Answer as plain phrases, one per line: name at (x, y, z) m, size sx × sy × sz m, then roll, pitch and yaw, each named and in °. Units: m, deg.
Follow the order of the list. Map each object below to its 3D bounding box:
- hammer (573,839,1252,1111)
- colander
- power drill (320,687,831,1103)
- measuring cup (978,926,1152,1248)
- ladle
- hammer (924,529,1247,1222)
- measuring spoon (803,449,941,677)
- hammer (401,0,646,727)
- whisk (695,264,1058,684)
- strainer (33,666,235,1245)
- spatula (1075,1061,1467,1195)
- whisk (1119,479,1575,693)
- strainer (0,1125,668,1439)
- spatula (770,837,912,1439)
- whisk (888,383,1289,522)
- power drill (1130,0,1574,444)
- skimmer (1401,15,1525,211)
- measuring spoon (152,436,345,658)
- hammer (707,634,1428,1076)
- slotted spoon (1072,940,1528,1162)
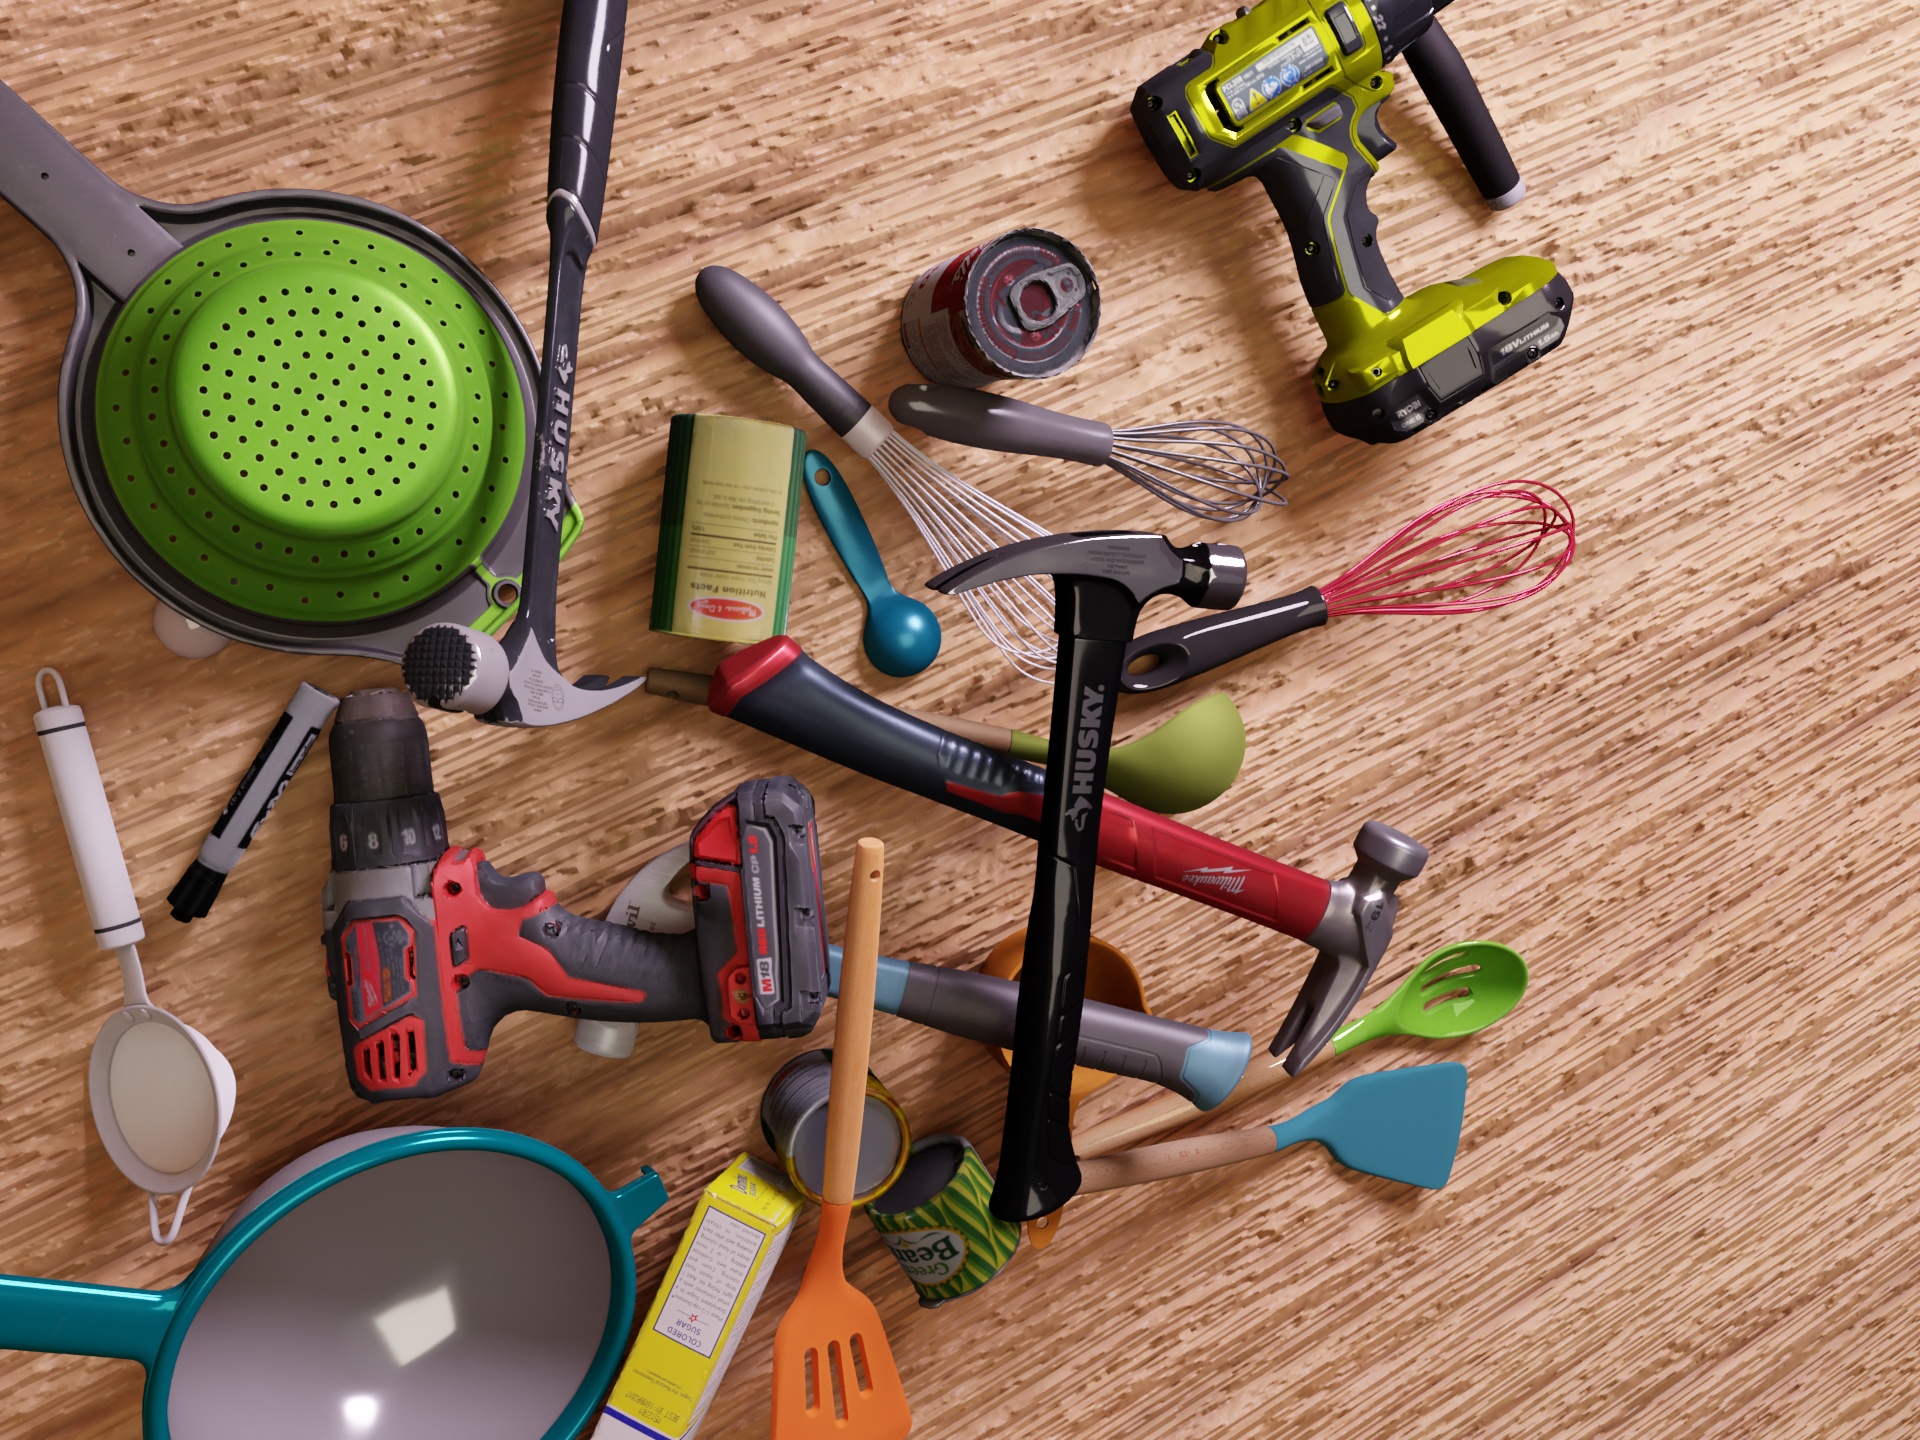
hammer at (-0.016, 0.139, 0.799) m, size 0.331 × 0.033 × 0.128 m, roll 15°, pitch 89°, yaw -5°
colander at (-0.326, -0.184, 0.648) m, size 0.396 × 0.094 × 0.204 m, roll 44°, pitch 76°, yaw -17°
power drill at (-0.180, 0.071, 0.732) m, size 0.226 × 0.080 × 0.188 m, roll -6°, pitch 91°, yaw -1°
measuring cup at (0.045, 0.194, 0.863) m, size 0.095 × 0.052 × 0.173 m, roll 4°, pitch 98°, yaw -20°
ladle at (-0.001, -0.003, 0.825) m, size 0.320 × 0.078 × 0.062 m, roll 10°, pitch 51°, yaw -13°
hammer at (0.044, 0.077, 0.748) m, size 0.146 × 0.035 × 0.334 m, roll 3°, pitch 100°, yaw -18°
measuring spoon at (-0.046, -0.079, 0.807) m, size 0.042 × 0.021 × 0.128 m, roll -31°, pitch 108°, yaw -14°
hammer at (-0.169, -0.198, 0.701) m, size 0.036 × 0.149 × 0.409 m, roll 3°, pitch 84°, yaw 15°
whisk at (-0.022, -0.123, 0.796) m, size 0.284 × 0.070 × 0.070 m, roll 43°, pitch 82°, yaw -15°
strainer at (-0.369, 0.102, 0.707) m, size 0.087 × 0.050 × 0.258 m, roll -9°, pitch 97°, yaw 26°
spatula at (0.163, 0.243, 0.895) m, size 0.317 × 0.044 × 0.082 m, roll 0°, pitch 102°, yaw -35°
whisk at (0.217, -0.069, 0.889) m, size 0.296 × 0.073 × 0.073 m, roll -19°, pitch 103°, yaw -10°
strainer at (-0.312, 0.248, 0.693) m, size 0.340 × 0.095 × 0.211 m, roll 23°, pitch 91°, yaw -36°
spatula at (-0.052, 0.212, 0.764) m, size 0.081 × 0.041 × 0.322 m, roll -4°, pitch 109°, yaw -33°
whisk at (0.071, -0.139, 0.812) m, size 0.238 × 0.055 × 0.055 m, roll 6°, pitch 95°, yaw -28°
power drill at (0.222, -0.280, 0.828) m, size 0.190 × 0.080 × 0.228 m, roll -31°, pitch 108°, yaw 8°
skimmer at (0.199, -0.426, 0.843) m, size 0.127 × 0.090 × 0.363 m, roll -38°, pitch 120°, yaw 10°
measuring spoon at (-0.315, -0.080, 0.712) m, size 0.034 × 0.018 × 0.124 m, roll 38°, pitch 84°, yaw -20°
hammer at (0.051, 0.062, 0.793) m, size 0.386 × 0.038 × 0.143 m, roll 22°, pitch 101°, yaw -21°
slotted spoon at (0.192, 0.197, 0.929) m, size 0.313 × 0.031 × 0.070 m, roll -19°, pitch 118°, yaw -15°
